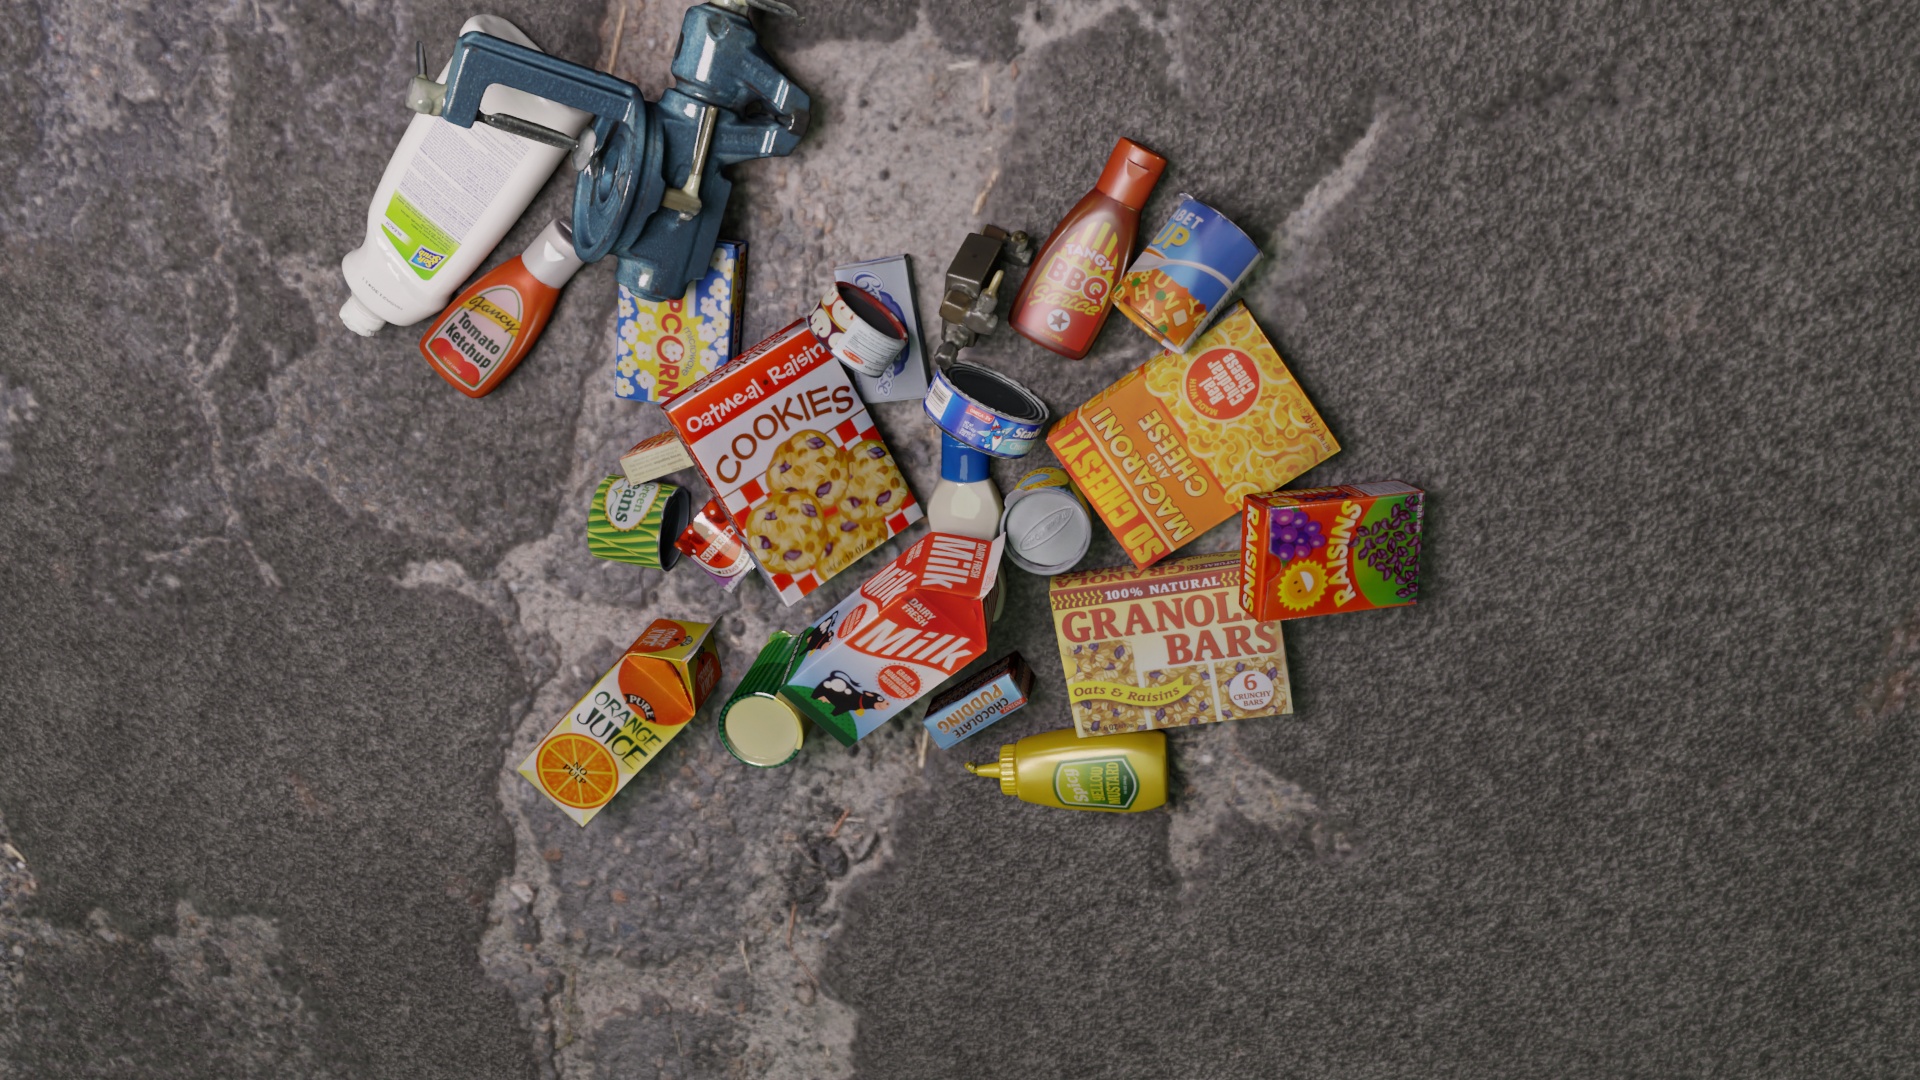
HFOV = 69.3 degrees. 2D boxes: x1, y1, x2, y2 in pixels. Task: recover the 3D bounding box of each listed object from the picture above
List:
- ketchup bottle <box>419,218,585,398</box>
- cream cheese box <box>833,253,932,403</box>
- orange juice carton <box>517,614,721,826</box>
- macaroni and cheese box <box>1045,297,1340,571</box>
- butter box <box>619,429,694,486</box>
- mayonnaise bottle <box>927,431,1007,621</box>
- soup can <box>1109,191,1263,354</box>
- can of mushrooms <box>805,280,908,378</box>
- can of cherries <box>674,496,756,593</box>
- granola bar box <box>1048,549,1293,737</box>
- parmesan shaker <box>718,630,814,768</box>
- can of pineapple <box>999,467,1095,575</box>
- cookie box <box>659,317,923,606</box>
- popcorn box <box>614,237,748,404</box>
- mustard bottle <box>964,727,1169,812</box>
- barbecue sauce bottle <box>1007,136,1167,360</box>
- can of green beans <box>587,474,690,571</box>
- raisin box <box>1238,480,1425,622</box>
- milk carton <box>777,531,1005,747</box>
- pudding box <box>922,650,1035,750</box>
[{"bbox_3d":[-0.333,-0.175,1.030,0.148,0.044,0.064,-41,100,19],"label":"ketchup bottle"},{"bbox_3d":[-0.055,-0.152,1.005,0.053,0.024,0.103,-7,108,11],"label":"cream cheese box"},{"bbox_3d":[-0.260,0.133,1.111,0.073,0.072,0.192,43,110,-8],"label":"orange juice carton"},{"bbox_3d":[0.164,-0.073,0.989,0.166,0.040,0.123,-33,101,17],"label":"macaroni and cheese box"},{"bbox_3d":[-0.199,-0.073,1.040,0.103,0.053,0.024,-17,107,15],"label":"butter box"},{"bbox_3d":[0.004,-0.013,1.036,0.065,0.041,0.147,3,108,6],"label":"mayonnaise bottle"},{"bbox_3d":[0.148,-0.178,0.930,0.071,0.071,0.083,39,94,-5],"label":"soup can"},{"bbox_3d":[-0.072,-0.148,0.961,0.071,0.071,0.033,39,111,-6],"label":"can of mushrooms"},{"bbox_3d":[-0.174,-0.002,1.050,0.058,0.072,0.071,41,110,-6],"label":"can of cherries"},{"bbox_3d":[0.158,0.077,1.043,0.165,0.039,0.123,-9,107,11],"label":"granola bar box"},{"bbox_3d":[-0.142,0.121,1.071,0.071,0.103,0.071,3,110,8],"label":"parmesan shaker"},{"bbox_3d":[0.064,-0.017,1.015,0.071,0.058,0.070,3,109,8],"label":"can of pineapple"},{"bbox_3d":[-0.120,-0.057,1.000,0.123,0.040,0.167,-34,111,-15],"label":"cookie box"},{"bbox_3d":[-0.205,-0.162,1.018,0.085,0.038,0.126,10,110,6],"label":"popcorn box"},{"bbox_3d":[0.082,0.179,1.085,0.160,0.049,0.065,-3,109,10],"label":"mustard bottle"},{"bbox_3d":[0.091,-0.201,0.954,0.065,0.044,0.148,26,111,-4],"label":"barbecue sauce bottle"},{"bbox_3d":[-0.245,-0.014,1.060,0.058,0.071,0.071,11,111,6],"label":"can of green beans"},{"bbox_3d":[0.260,0.007,0.977,0.123,0.040,0.085,-5,109,-14],"label":"raisin box"},{"bbox_3d":[-0.038,0.063,1.003,0.073,0.073,0.190,42,120,-18],"label":"milk carton"},{"bbox_3d":[0.014,0.124,1.076,0.083,0.050,0.030,-31,100,18],"label":"pudding box"}]
